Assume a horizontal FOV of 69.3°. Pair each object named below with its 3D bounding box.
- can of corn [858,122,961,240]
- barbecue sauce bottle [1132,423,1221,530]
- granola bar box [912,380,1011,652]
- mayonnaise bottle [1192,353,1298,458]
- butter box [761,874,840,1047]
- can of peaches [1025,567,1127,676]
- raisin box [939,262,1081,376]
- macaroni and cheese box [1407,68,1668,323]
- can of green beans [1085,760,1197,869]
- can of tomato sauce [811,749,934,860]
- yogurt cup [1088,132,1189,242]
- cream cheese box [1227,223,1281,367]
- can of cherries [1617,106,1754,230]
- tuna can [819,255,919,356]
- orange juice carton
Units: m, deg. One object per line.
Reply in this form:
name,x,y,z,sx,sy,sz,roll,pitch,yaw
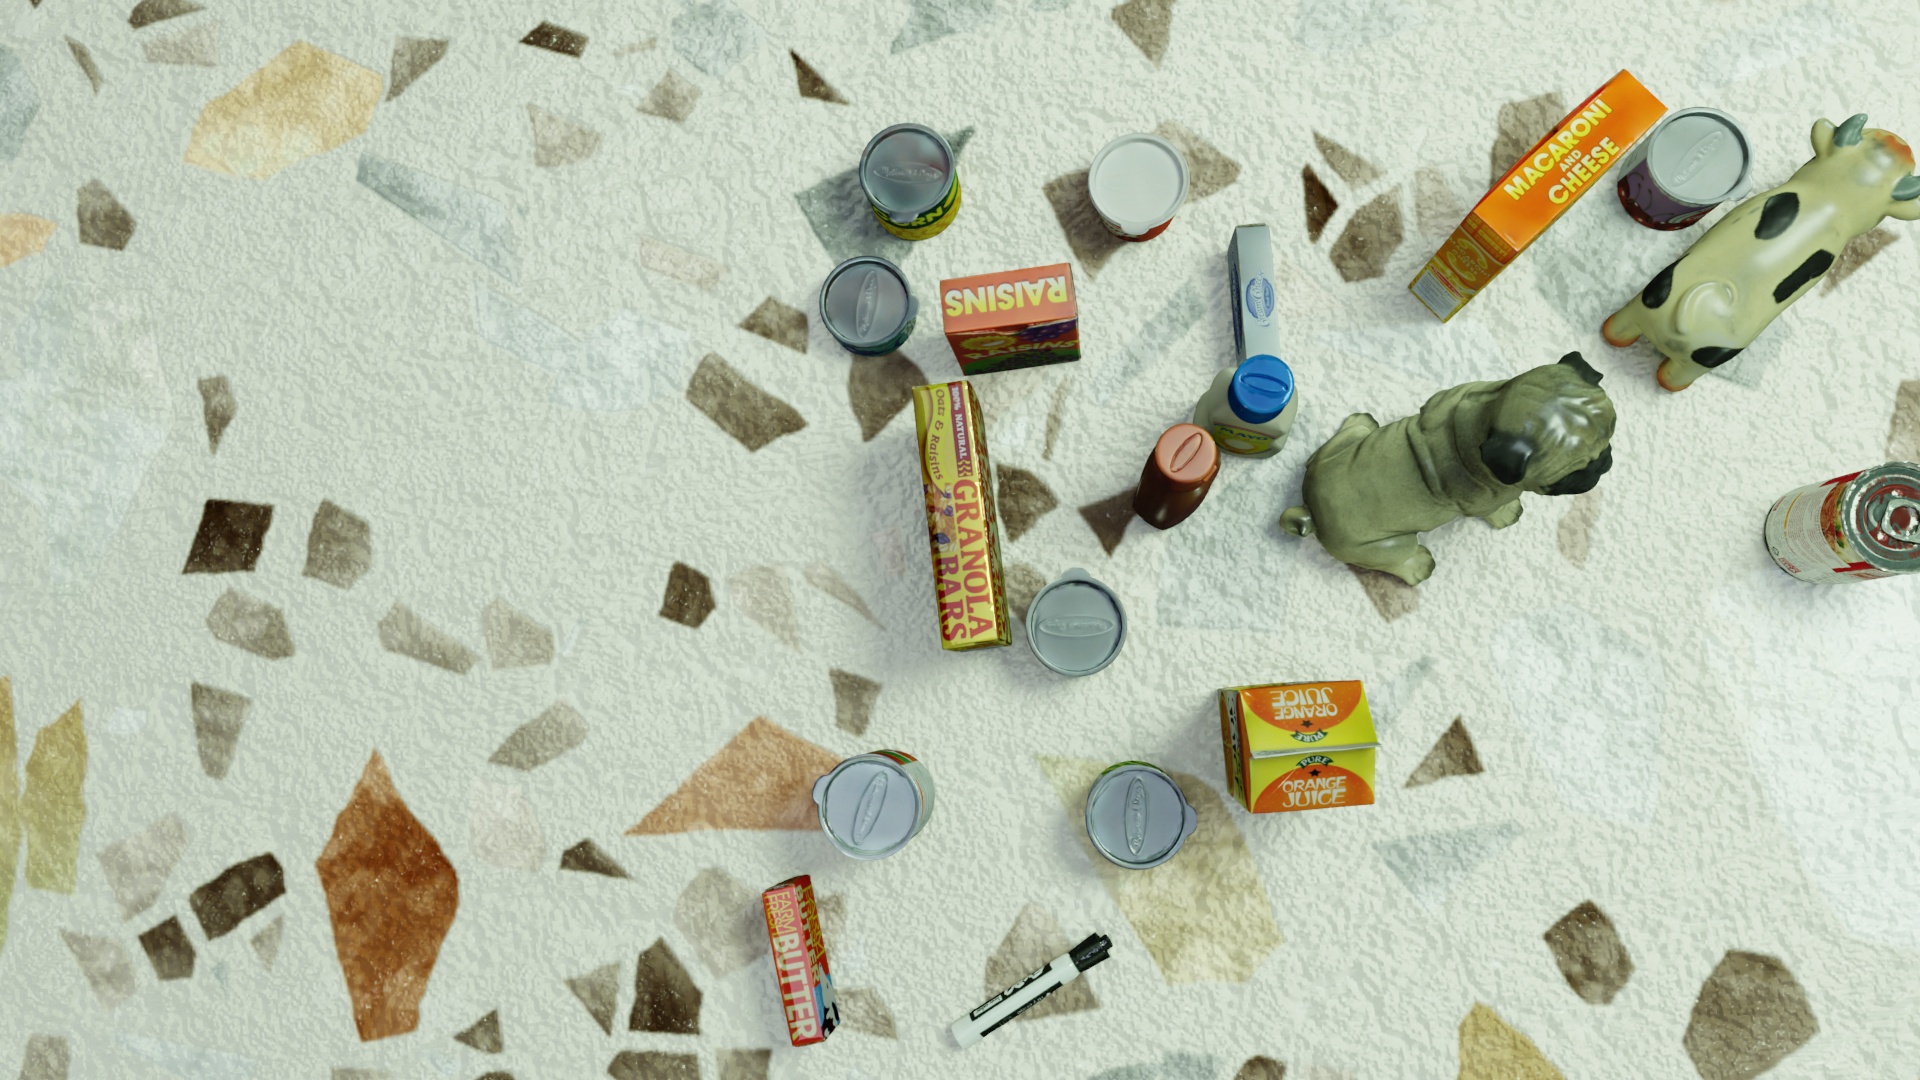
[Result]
can of corn,-0.034,-0.248,0.974,0.071,0.058,0.071,-1,84,6
barbecue sauce bottle,0.140,-0.044,0.889,0.044,0.148,0.065,39,89,8
granola bar box,0.003,-0.011,0.911,0.039,0.124,0.165,-7,83,5
mayonnaise bottle,0.185,-0.085,0.889,0.065,0.148,0.041,14,86,7
butter box,-0.106,0.278,0.924,0.024,0.053,0.103,-13,83,4
can of peaches,0.078,0.056,0.929,0.071,0.058,0.071,-1,84,6
raisin box,0.035,-0.144,0.923,0.086,0.123,0.040,-6,84,5
macaroni and cheese box,0.357,-0.211,0.878,0.124,0.166,0.040,-43,82,0
can of green beans,0.115,0.179,0.912,0.071,0.058,0.071,-1,84,6
can of tomato sauce,-0.056,0.172,0.916,0.071,0.083,0.071,-1,84,6
yogurt cup,0.123,-0.240,0.961,0.072,0.054,0.072,-1,84,6
cream cheese box,0.199,-0.157,0.944,0.024,0.053,0.104,-4,83,5
can of cherries,0.482,-0.244,0.924,0.071,0.058,0.071,-1,84,6
tuna can,-0.062,-0.164,0.980,0.071,0.033,0.071,-1,84,5
orange juice carton,0.202,0.123,0.842,0.072,0.192,0.073,-5,84,5
